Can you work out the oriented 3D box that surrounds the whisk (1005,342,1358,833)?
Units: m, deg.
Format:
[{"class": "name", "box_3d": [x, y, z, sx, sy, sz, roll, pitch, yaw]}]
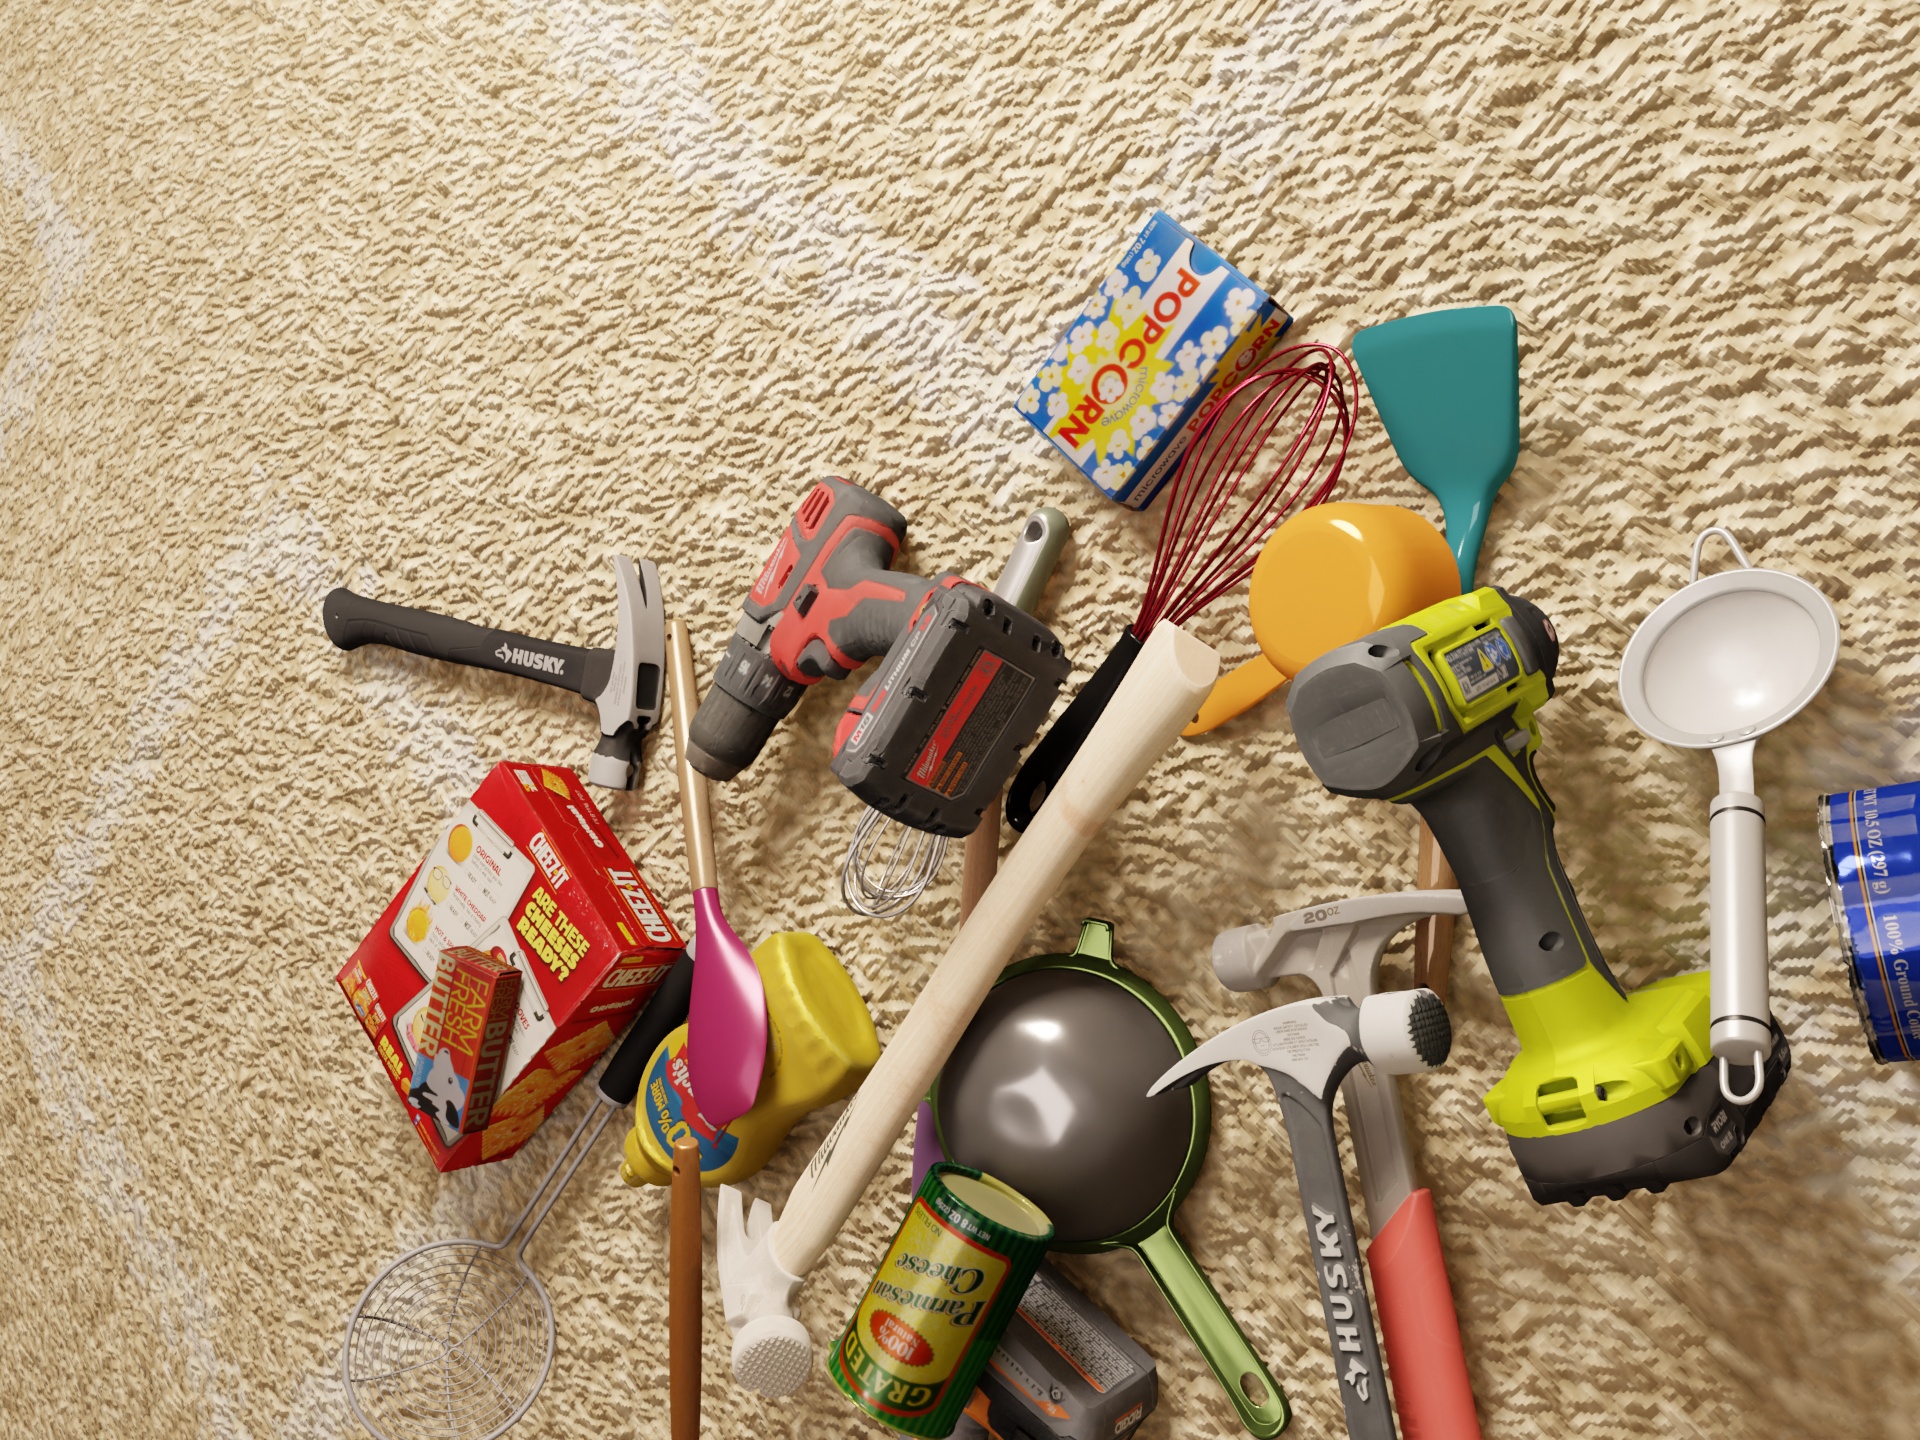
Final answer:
[{"class": "whisk", "box_3d": [0.103, -0.057, 0.794, 0.073, 0.073, 0.295, 46, 117, 28]}]

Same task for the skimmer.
[{"class": "skimmer", "box_3d": [-0.251, 0.289, 0.975, 0.127, 0.090, 0.363, 33, 103, -2]}]

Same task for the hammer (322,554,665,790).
[{"class": "hammer", "box_3d": [-0.330, -0.056, 1.094, 0.335, 0.035, 0.146, 13, 93, 34]}]

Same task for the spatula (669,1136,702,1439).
[{"class": "spatula", "box_3d": [-0.144, 0.372, 0.872, 0.081, 0.041, 0.322, 15, 109, 38]}]

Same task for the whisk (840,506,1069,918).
[{"class": "whisk", "box_3d": [-0.001, -0.003, 0.862, 0.058, 0.059, 0.246, 30, 97, 43]}]

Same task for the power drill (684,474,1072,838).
[{"class": "power drill", "box_3d": [-0.061, -0.020, 0.845, 0.188, 0.080, 0.227, -58, 37, 5]}]

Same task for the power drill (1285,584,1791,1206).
[{"class": "power drill", "box_3d": [0.231, 0.057, 0.626, 0.080, 0.171, 0.223, -29, 84, 43]}]

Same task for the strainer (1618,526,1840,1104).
[{"class": "strainer", "box_3d": [0.297, 0.031, 0.610, 0.087, 0.050, 0.259, -18, 40, 40]}]

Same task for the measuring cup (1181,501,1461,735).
[{"class": "measuring cup", "box_3d": [0.147, -0.035, 0.741, 0.173, 0.052, 0.095, -37, 64, 40]}]

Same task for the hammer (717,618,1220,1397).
[{"class": "hammer", "box_3d": [-0.003, 0.128, 0.788, 0.410, 0.038, 0.146, -57, 20, 8]}]

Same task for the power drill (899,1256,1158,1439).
[{"class": "power drill", "box_3d": [0.007, 0.395, 0.800, 0.164, 0.084, 0.226, 36, 109, 30]}]

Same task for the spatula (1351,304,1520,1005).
[{"class": "spatula", "box_3d": [0.215, -0.023, 0.721, 0.082, 0.044, 0.317, 2, 88, 47]}]

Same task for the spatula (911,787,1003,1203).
[{"class": "spatula", "box_3d": [0.009, 0.124, 0.848, 0.060, 0.018, 0.316, 7, 95, 29]}]

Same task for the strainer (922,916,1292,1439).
[{"class": "strainer", "box_3d": [0.071, 0.233, 0.767, 0.151, 0.069, 0.256, -40, 70, 16]}]

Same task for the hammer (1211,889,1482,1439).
[{"class": "hammer", "box_3d": [0.207, 0.256, 0.694, 0.149, 0.036, 0.359, -19, 76, 44]}]

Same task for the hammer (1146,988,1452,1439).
[{"class": "hammer", "box_3d": [0.174, 0.325, 0.676, 0.149, 0.036, 0.409, -19, 76, 45]}]

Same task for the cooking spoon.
[{"class": "cooking spoon", "box_3d": [-0.153, 0.077, 0.934, 0.069, 0.017, 0.319, -31, 57, 33]}]
